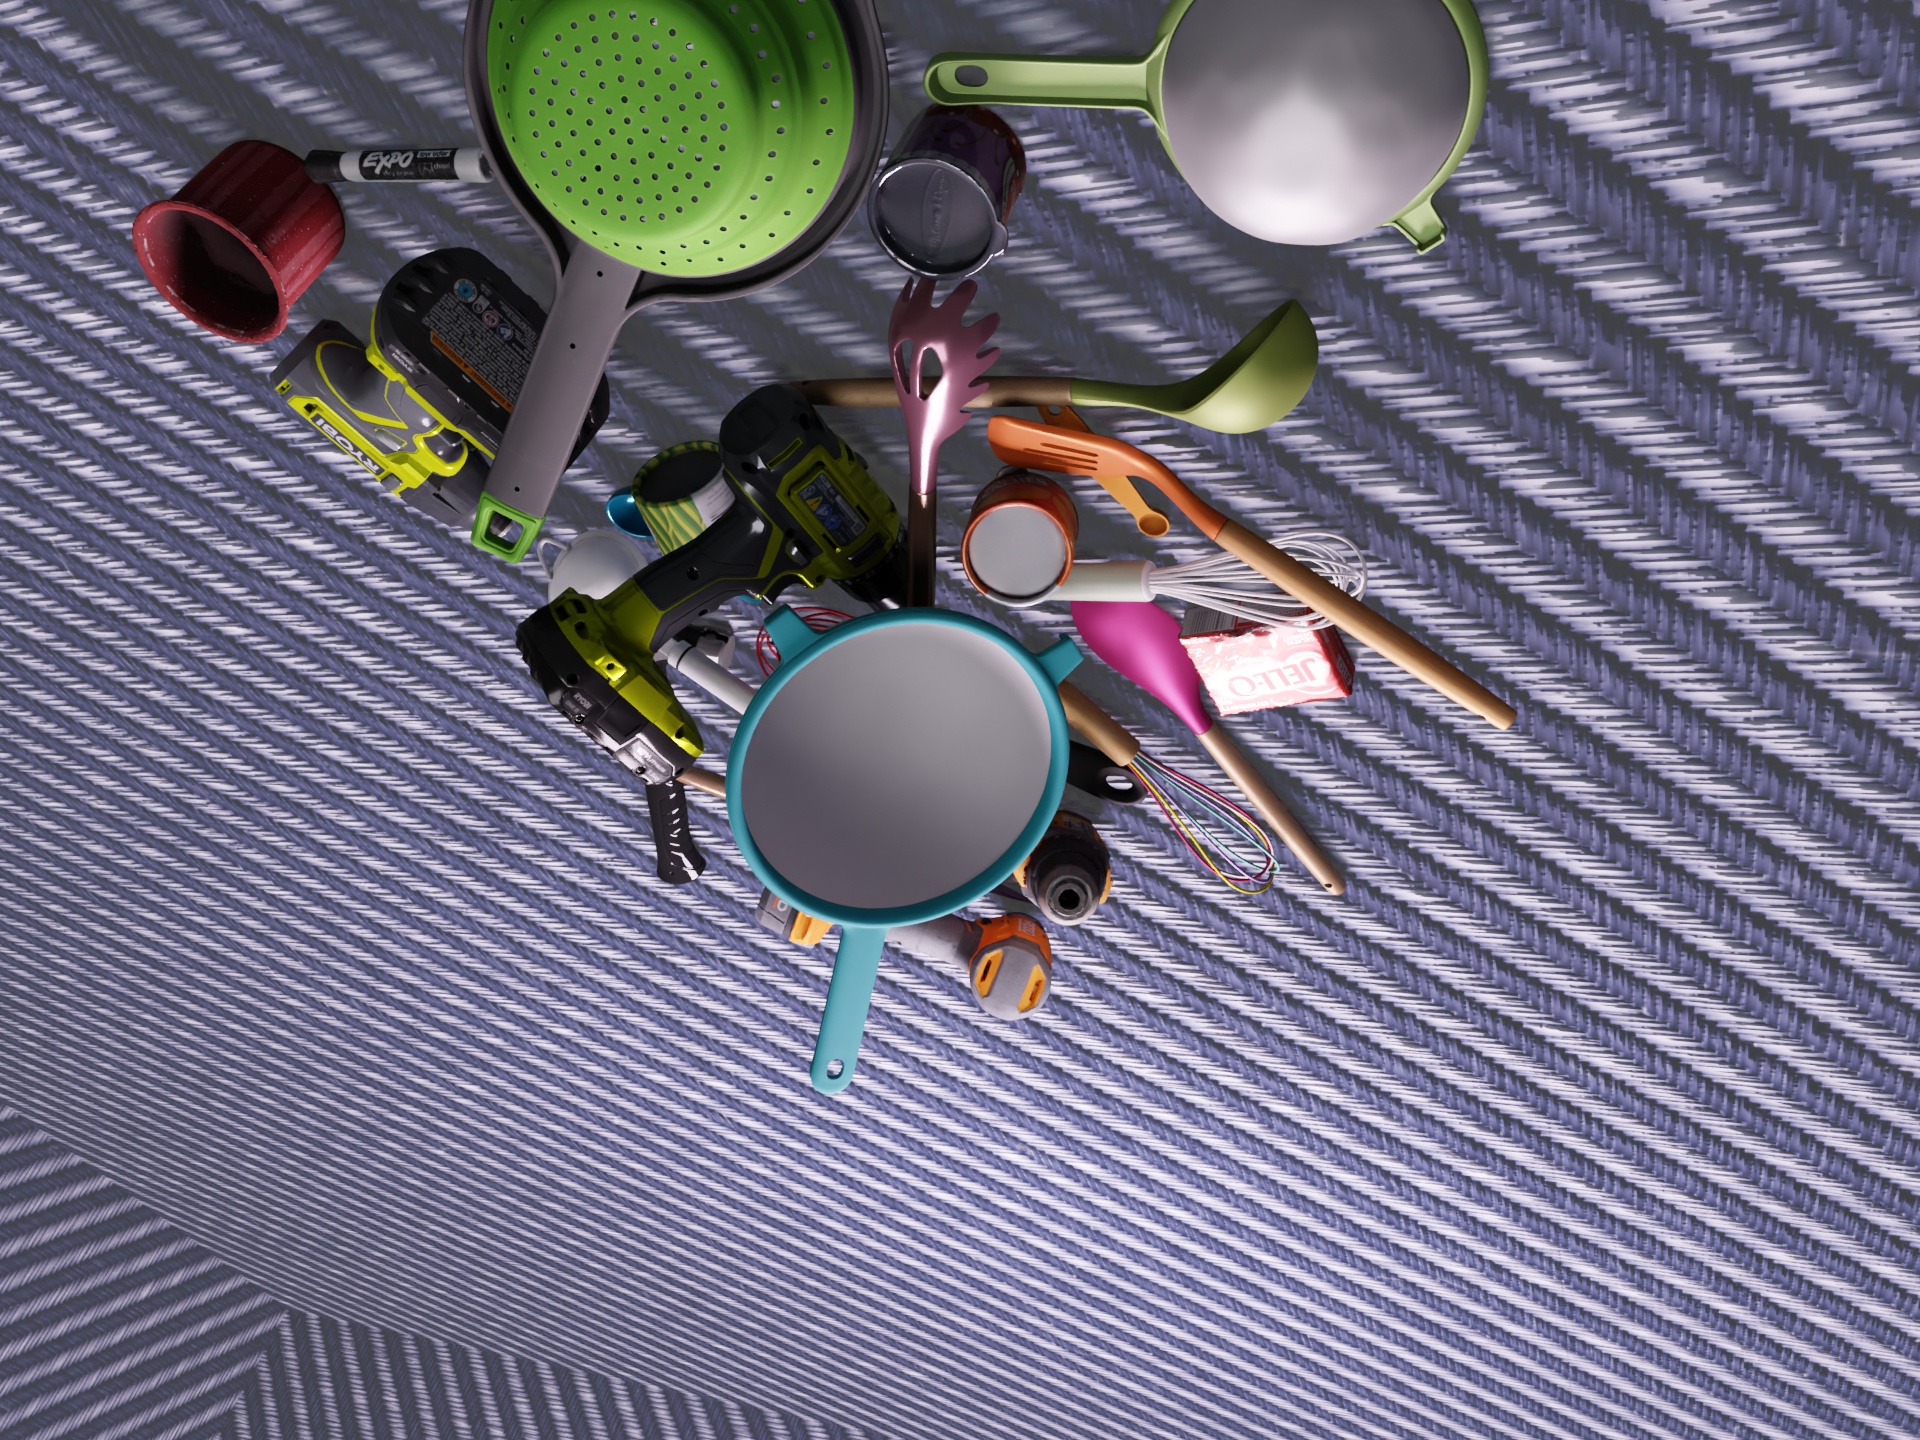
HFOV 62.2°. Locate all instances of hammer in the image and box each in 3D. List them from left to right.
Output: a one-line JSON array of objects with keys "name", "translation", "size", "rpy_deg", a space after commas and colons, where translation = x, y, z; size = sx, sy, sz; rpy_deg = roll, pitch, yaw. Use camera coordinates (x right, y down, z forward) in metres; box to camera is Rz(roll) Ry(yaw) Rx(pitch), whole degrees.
[{"name": "hammer", "translation": [-0.243, 0.028, 1.258], "size": [0.146, 0.035, 0.334], "rpy_deg": [14, 142, 7]}]

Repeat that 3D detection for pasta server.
[{"name": "pasta server", "translation": [-0.018, -0.122, 0.918], "size": [0.060, 0.040, 0.316], "rpy_deg": [27, 149, 16]}]

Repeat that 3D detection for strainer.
[{"name": "strainer", "translation": [-0.196, -0.050, 1.080], "size": [0.258, 0.050, 0.087], "rpy_deg": [34, 106, 8]}, {"name": "strainer", "translation": [-0.060, 0.073, 1.004], "size": [0.211, 0.095, 0.340], "rpy_deg": [5, 114, -20]}, {"name": "strainer", "translation": [0.101, -0.271, 0.712], "size": [0.256, 0.069, 0.151], "rpy_deg": [8, 141, 14]}]

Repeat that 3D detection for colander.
[{"name": "colander", "translation": [-0.176, -0.223, 0.767], "size": [0.204, 0.095, 0.397], "rpy_deg": [26, 120, -9]}]

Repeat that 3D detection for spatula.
[{"name": "spatula", "translation": [-0.072, 0.089, 1.198], "size": [0.315, 0.018, 0.060], "rpy_deg": [23, 177, -26]}, {"name": "spatula", "translation": [0.158, -0.083, 0.869], "size": [0.322, 0.041, 0.081], "rpy_deg": [35, 175, 8]}]

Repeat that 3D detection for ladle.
[{"name": "ladle", "translation": [0.036, -0.189, 0.858], "size": [0.320, 0.078, 0.062], "rpy_deg": [6, 131, 29]}]

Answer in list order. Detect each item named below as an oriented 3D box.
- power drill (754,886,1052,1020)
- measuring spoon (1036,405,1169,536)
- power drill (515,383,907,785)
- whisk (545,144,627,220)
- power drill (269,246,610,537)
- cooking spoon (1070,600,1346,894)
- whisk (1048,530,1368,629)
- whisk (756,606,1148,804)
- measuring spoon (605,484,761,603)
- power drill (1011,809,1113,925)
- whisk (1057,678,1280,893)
[{"name": "power drill", "translation": [-0.035, 0.156, 1.251], "size": [0.226, 0.084, 0.164], "rpy_deg": [22, -175, 2]}, {"name": "measuring spoon", "translation": [0.083, -0.150, 0.919], "size": [0.021, 0.011, 0.116], "rpy_deg": [-24, 121, 42]}, {"name": "power drill", "translation": [-0.134, -0.070, 0.970], "size": [0.228, 0.080, 0.190], "rpy_deg": [-40, 137, 1]}, {"name": "whisk", "translation": [-0.220, -0.239, 0.917], "size": [0.055, 0.055, 0.238], "rpy_deg": [23, 146, -4]}, {"name": "power drill", "translation": [-0.312, -0.188, 0.970], "size": [0.171, 0.080, 0.223], "rpy_deg": [43, 152, -25]}, {"name": "cooking spoon", "translation": [0.177, 0.020, 1.072], "size": [0.069, 0.017, 0.318], "rpy_deg": [-17, 128, 40]}, {"name": "whisk", "translation": [0.121, -0.084, 0.952], "size": [0.246, 0.059, 0.057], "rpy_deg": [3, 169, 28]}, {"name": "whisk", "translation": [-0.002, -0.003, 1.095], "size": [0.295, 0.073, 0.073], "rpy_deg": [22, 142, -12]}, {"name": "measuring spoon", "translation": [-0.181, -0.120, 1.071], "size": [0.042, 0.021, 0.128], "rpy_deg": [-22, 135, 39]}, {"name": "power drill", "translation": [-0.001, 0.075, 1.103], "size": [0.226, 0.084, 0.185], "rpy_deg": [22, -173, -1]}, {"name": "whisk", "translation": [0.131, 0.039, 1.090], "size": [0.244, 0.047, 0.051], "rpy_deg": [40, 175, -16]}]
